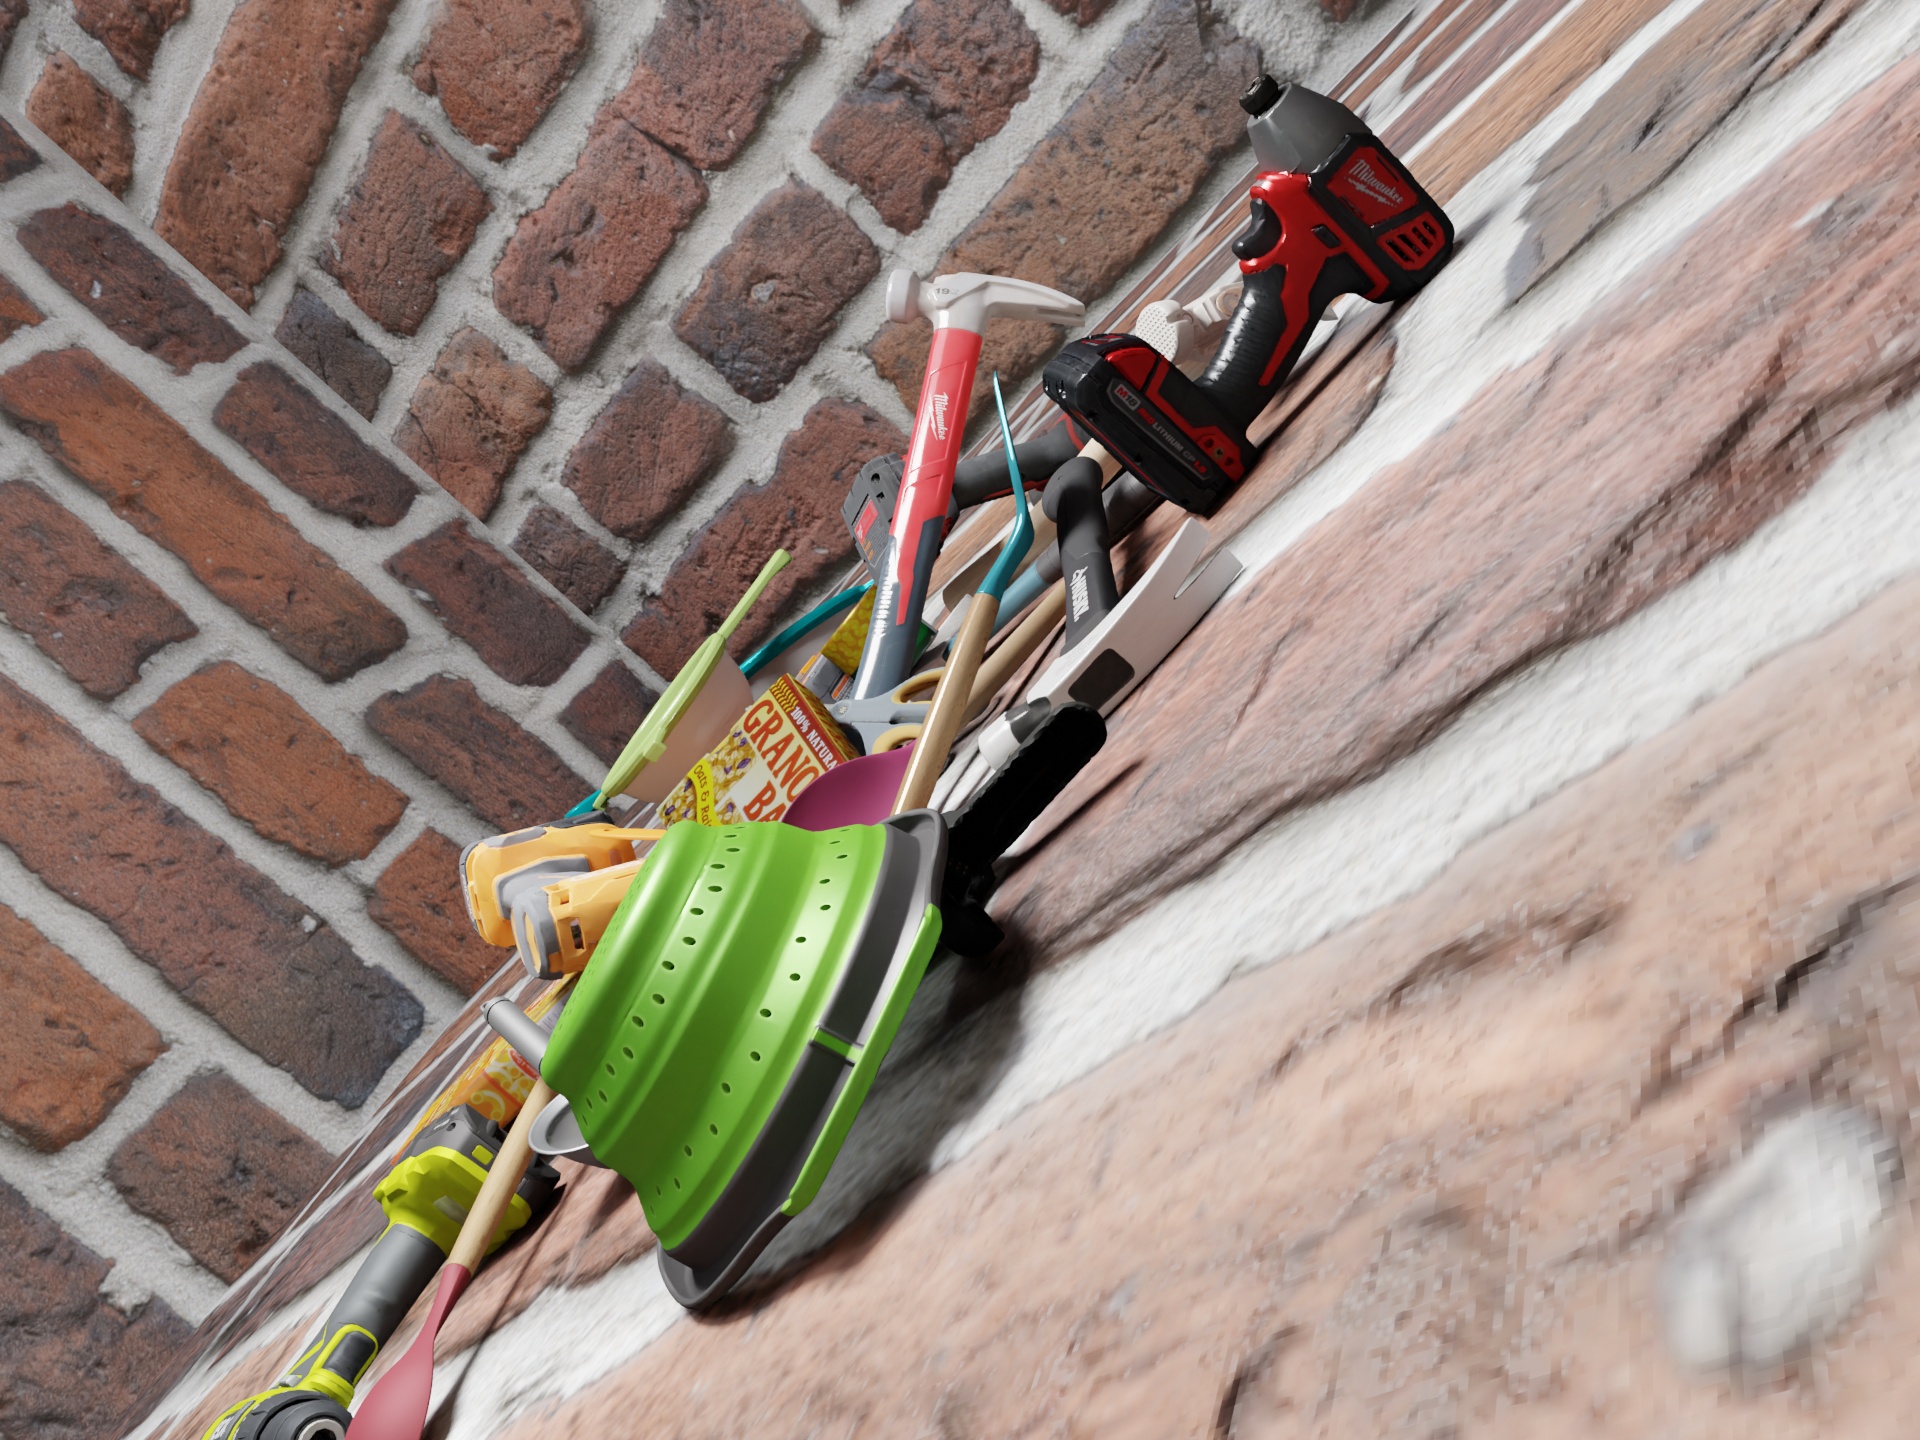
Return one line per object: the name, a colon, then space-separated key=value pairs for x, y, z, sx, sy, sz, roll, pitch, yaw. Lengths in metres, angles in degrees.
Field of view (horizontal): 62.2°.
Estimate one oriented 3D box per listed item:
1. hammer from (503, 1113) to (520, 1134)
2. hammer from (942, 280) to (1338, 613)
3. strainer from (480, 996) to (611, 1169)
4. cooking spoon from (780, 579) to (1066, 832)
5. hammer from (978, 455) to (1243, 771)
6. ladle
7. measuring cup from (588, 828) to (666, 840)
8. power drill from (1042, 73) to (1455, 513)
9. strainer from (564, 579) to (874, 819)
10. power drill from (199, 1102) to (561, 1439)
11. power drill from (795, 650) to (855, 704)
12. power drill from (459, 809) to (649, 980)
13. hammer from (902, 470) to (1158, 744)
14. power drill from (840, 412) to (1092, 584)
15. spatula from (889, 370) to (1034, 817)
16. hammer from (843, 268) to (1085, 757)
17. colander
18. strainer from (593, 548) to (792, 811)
hammer: x=-0.260 y=0.253 z=1.047 sx=0.337 sy=0.034 sz=0.127 roll=-38 pitch=12 yaw=46
hammer: x=0.097 y=-0.175 z=1.122 sx=0.146 sy=0.038 sz=0.410 roll=-19 pitch=-13 yaw=-31
strainer: x=-0.218 y=0.196 z=0.881 sx=0.087 sy=0.050 sz=0.259 roll=-28 pitch=24 yaw=-28
cooking spoon: x=-0.001 y=-0.003 z=0.915 sx=0.319 sy=0.069 sz=0.017 roll=-48 pitch=-10 yaw=-38
hammer: x=0.073 y=-0.090 z=0.875 sx=0.146 sy=0.035 sz=0.335 roll=-44 pitch=16 yaw=19
ladle: x=-0.255 y=0.273 z=0.844 sx=0.069 sy=0.031 sz=0.316 roll=-45 pitch=16 yaw=26
measuring cup: x=-0.168 y=0.054 z=1.079 sx=0.173 sy=0.052 sz=0.095 roll=-1 pitch=9 yaw=4
power drill: x=0.154 y=-0.236 z=0.877 sx=0.219 sy=0.143 sz=0.079 roll=-49 pitch=20 yaw=5
strainer: x=-0.177 y=0.017 z=1.355 sx=0.340 sy=0.095 sz=0.211 roll=-40 pitch=-1 yaw=-32
power drill: x=-0.326 y=0.334 z=0.889 sx=0.190 sy=0.080 sz=0.229 roll=-37 pitch=17 yaw=48
power drill: x=-0.137 y=0.050 z=1.204 sx=0.226 sy=0.084 sz=0.164 roll=-47 pitch=9 yaw=31
power drill: x=-0.239 y=0.115 z=1.112 sx=0.185 sy=0.084 sz=0.226 roll=-14 pitch=9 yaw=-30
hammer: x=0.067 y=-0.109 z=1.077 sx=0.331 sy=0.033 sz=0.128 roll=-41 pitch=13 yaw=34
power drill: x=0.025 y=-0.180 z=1.257 sx=0.226 sy=0.080 sz=0.188 roll=-24 pitch=-6 yaw=-18
spatula: x=-0.003 y=-0.046 z=0.877 sx=0.082 sy=0.044 sz=0.318 roll=72 pitch=-146 yaw=-60
hammer: x=-0.015 y=-0.130 z=1.093 sx=0.038 sy=0.143 sz=0.386 roll=72 pitch=-152 yaw=-73
colander: x=-0.115 y=0.118 z=0.679 sx=0.204 sy=0.094 sz=0.397 roll=-64 pitch=9 yaw=-15
strainer: x=-0.180 y=-0.027 z=1.237 sx=0.151 sy=0.069 sz=0.256 roll=-35 pitch=21 yaw=56
